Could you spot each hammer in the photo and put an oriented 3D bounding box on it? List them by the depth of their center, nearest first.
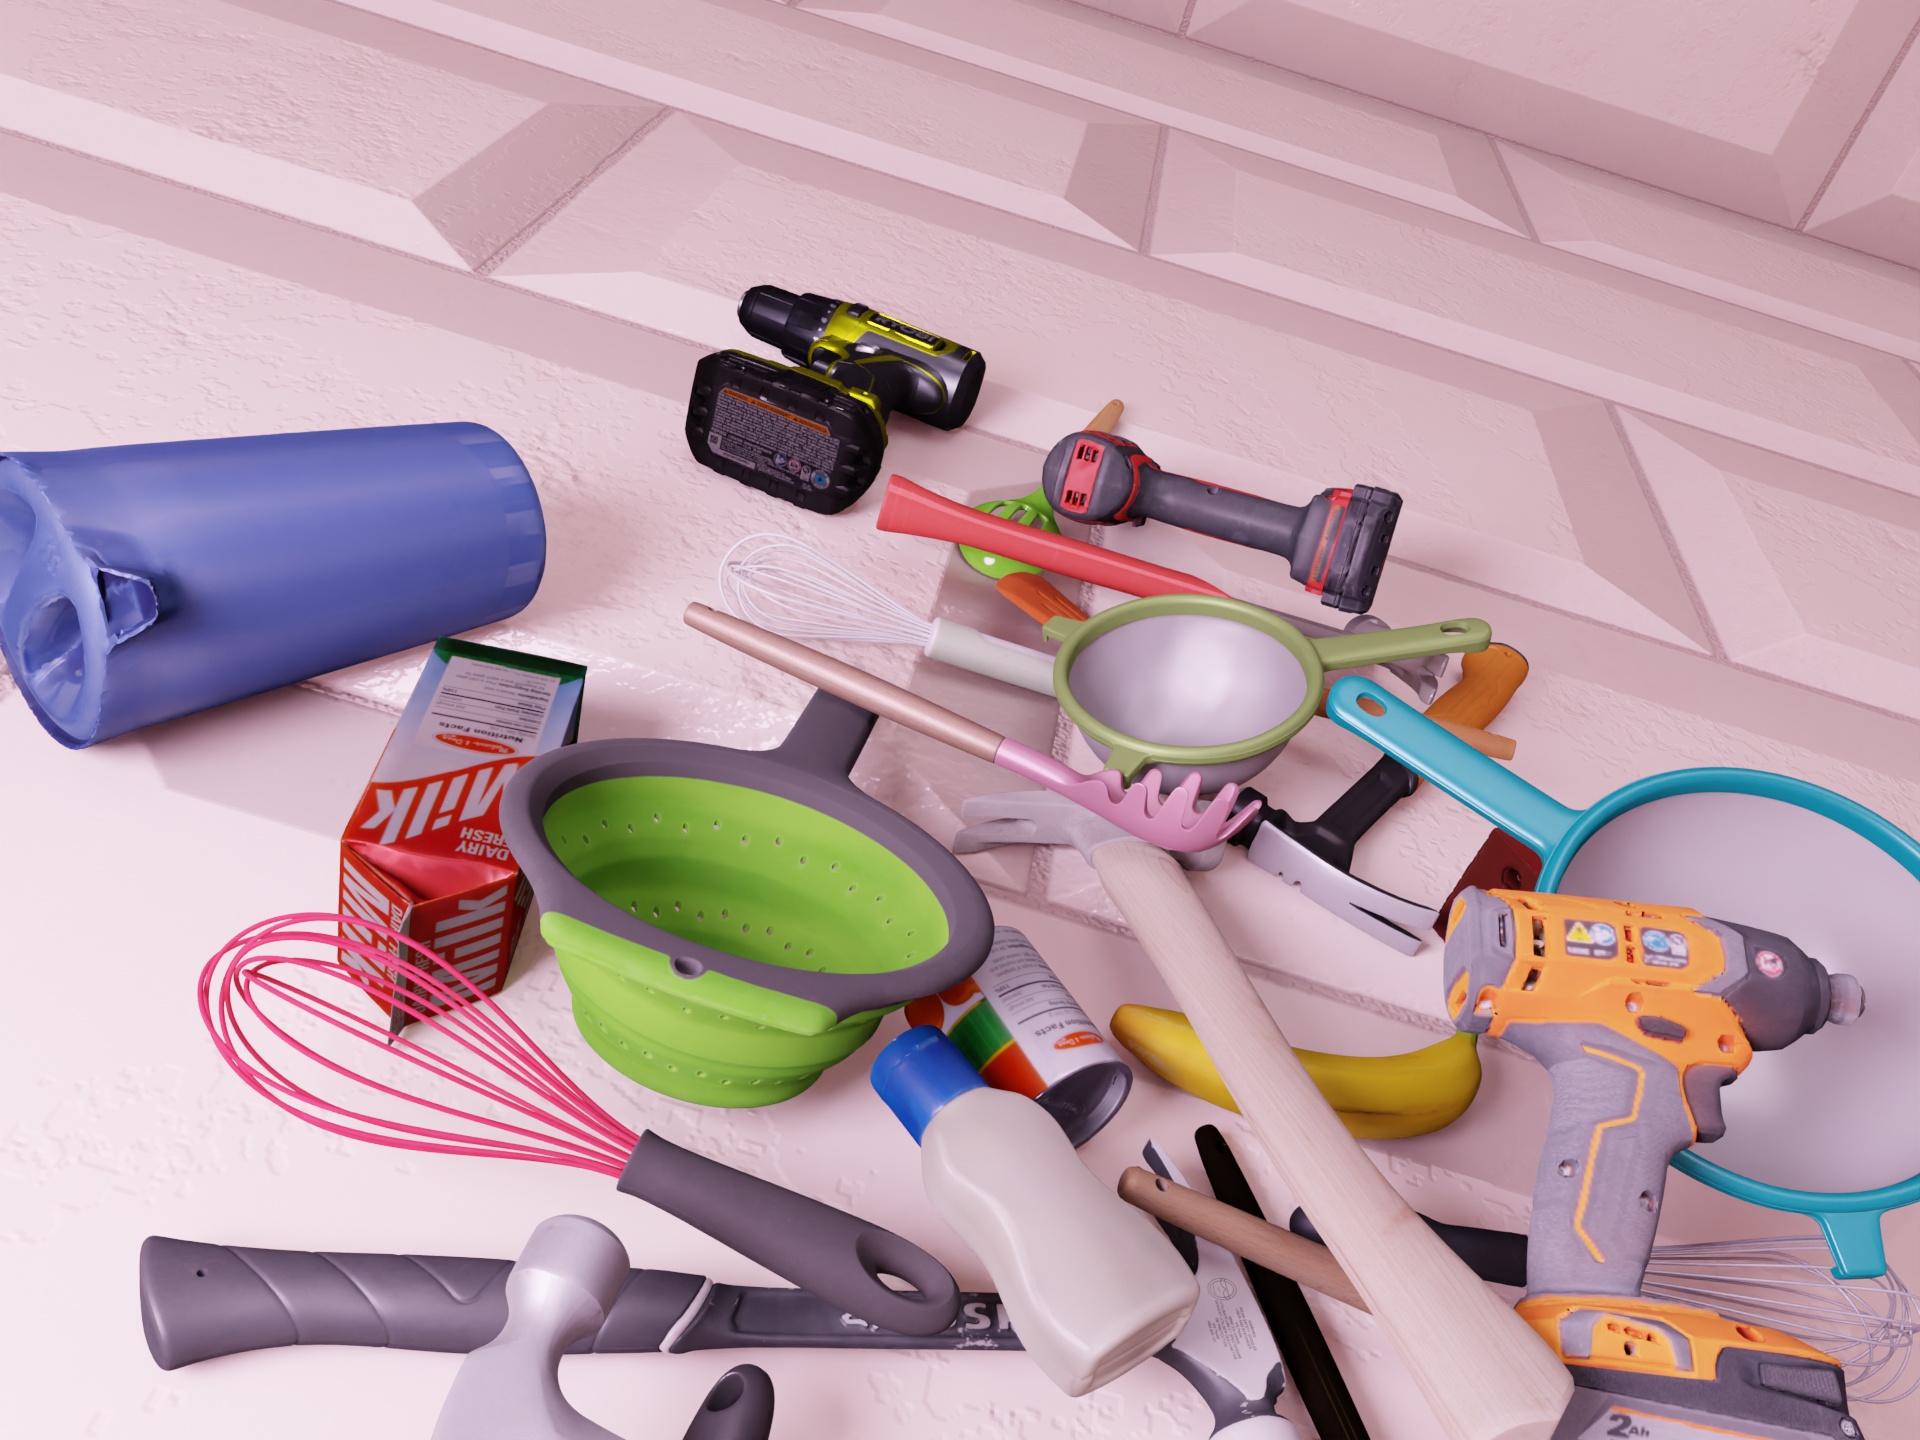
[{"bbox_3d":[0.035,0.281,0.458,0.405,0.035,0.144,23,36,-1],"label":"hammer"},{"bbox_3d":[-0.079,0.211,0.578,0.408,0.036,0.149,7,36,-14],"label":"hammer"},{"bbox_3d":[0.115,0.141,0.677,0.146,0.038,0.411,3,25,-18],"label":"hammer"},{"bbox_3d":[0.287,0.026,0.978,0.127,0.034,0.337,33,39,21],"label":"hammer"},{"bbox_3d":[0.123,-0.086,1.005,0.359,0.036,0.149,16,12,-4],"label":"hammer"}]

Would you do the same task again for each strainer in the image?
[{"bbox_3d":[0.314,0.098,0.764,0.341,0.095,0.211,37,66,22],"label":"strainer"},{"bbox_3d":[0.179,-0.013,0.912,0.256,0.069,0.152,-9,39,-8],"label":"strainer"}]

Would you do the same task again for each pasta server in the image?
[{"bbox_3d":[-0.001,-0.003,0.815,0.316,0.040,0.060,24,11,12],"label":"pasta server"}]

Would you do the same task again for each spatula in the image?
[{"bbox_3d":[0.176,-0.032,0.970,0.323,0.041,0.081,15,16,14],"label":"spatula"}]

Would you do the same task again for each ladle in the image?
[{"bbox_3d":[0.150,0.280,0.594,0.069,0.031,0.316,2,37,-20],"label":"ladle"}]

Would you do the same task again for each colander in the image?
[{"bbox_3d":[-0.088,0.068,0.734,0.204,0.094,0.397,19,18,0],"label":"colander"}]

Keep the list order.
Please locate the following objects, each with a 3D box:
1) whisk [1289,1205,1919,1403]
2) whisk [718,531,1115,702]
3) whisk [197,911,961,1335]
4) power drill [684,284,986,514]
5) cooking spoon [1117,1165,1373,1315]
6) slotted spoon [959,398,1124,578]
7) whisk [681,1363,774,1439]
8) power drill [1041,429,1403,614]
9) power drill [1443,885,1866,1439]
[{"bbox_3d":[0.280,0.238,0.684,0.284,0.070,0.070,11,36,-3],"label":"whisk"},{"bbox_3d":[-0.024,-0.053,0.941,0.246,0.059,0.058,17,8,-8],"label":"whisk"},{"bbox_3d":[-0.135,0.149,0.568,0.296,0.073,0.073,25,36,1],"label":"whisk"},{"bbox_3d":[-0.102,-0.241,1.129,0.190,0.080,0.229,23,34,6],"label":"power drill"},{"bbox_3d":[0.207,0.248,0.637,0.319,0.017,0.069,25,36,-5],"label":"cooking spoon"},{"bbox_3d":[0.074,-0.182,1.168,0.070,0.031,0.314,24,35,8],"label":"slotted spoon"},{"bbox_3d":[-0.098,0.288,0.440,0.055,0.055,0.239,20,41,3],"label":"whisk"},{"bbox_3d":[0.176,-0.142,1.073,0.227,0.080,0.188,17,11,13],"label":"power drill"},{"bbox_3d":[0.278,0.177,0.619,0.164,0.084,0.227,5,59,5],"label":"power drill"}]
